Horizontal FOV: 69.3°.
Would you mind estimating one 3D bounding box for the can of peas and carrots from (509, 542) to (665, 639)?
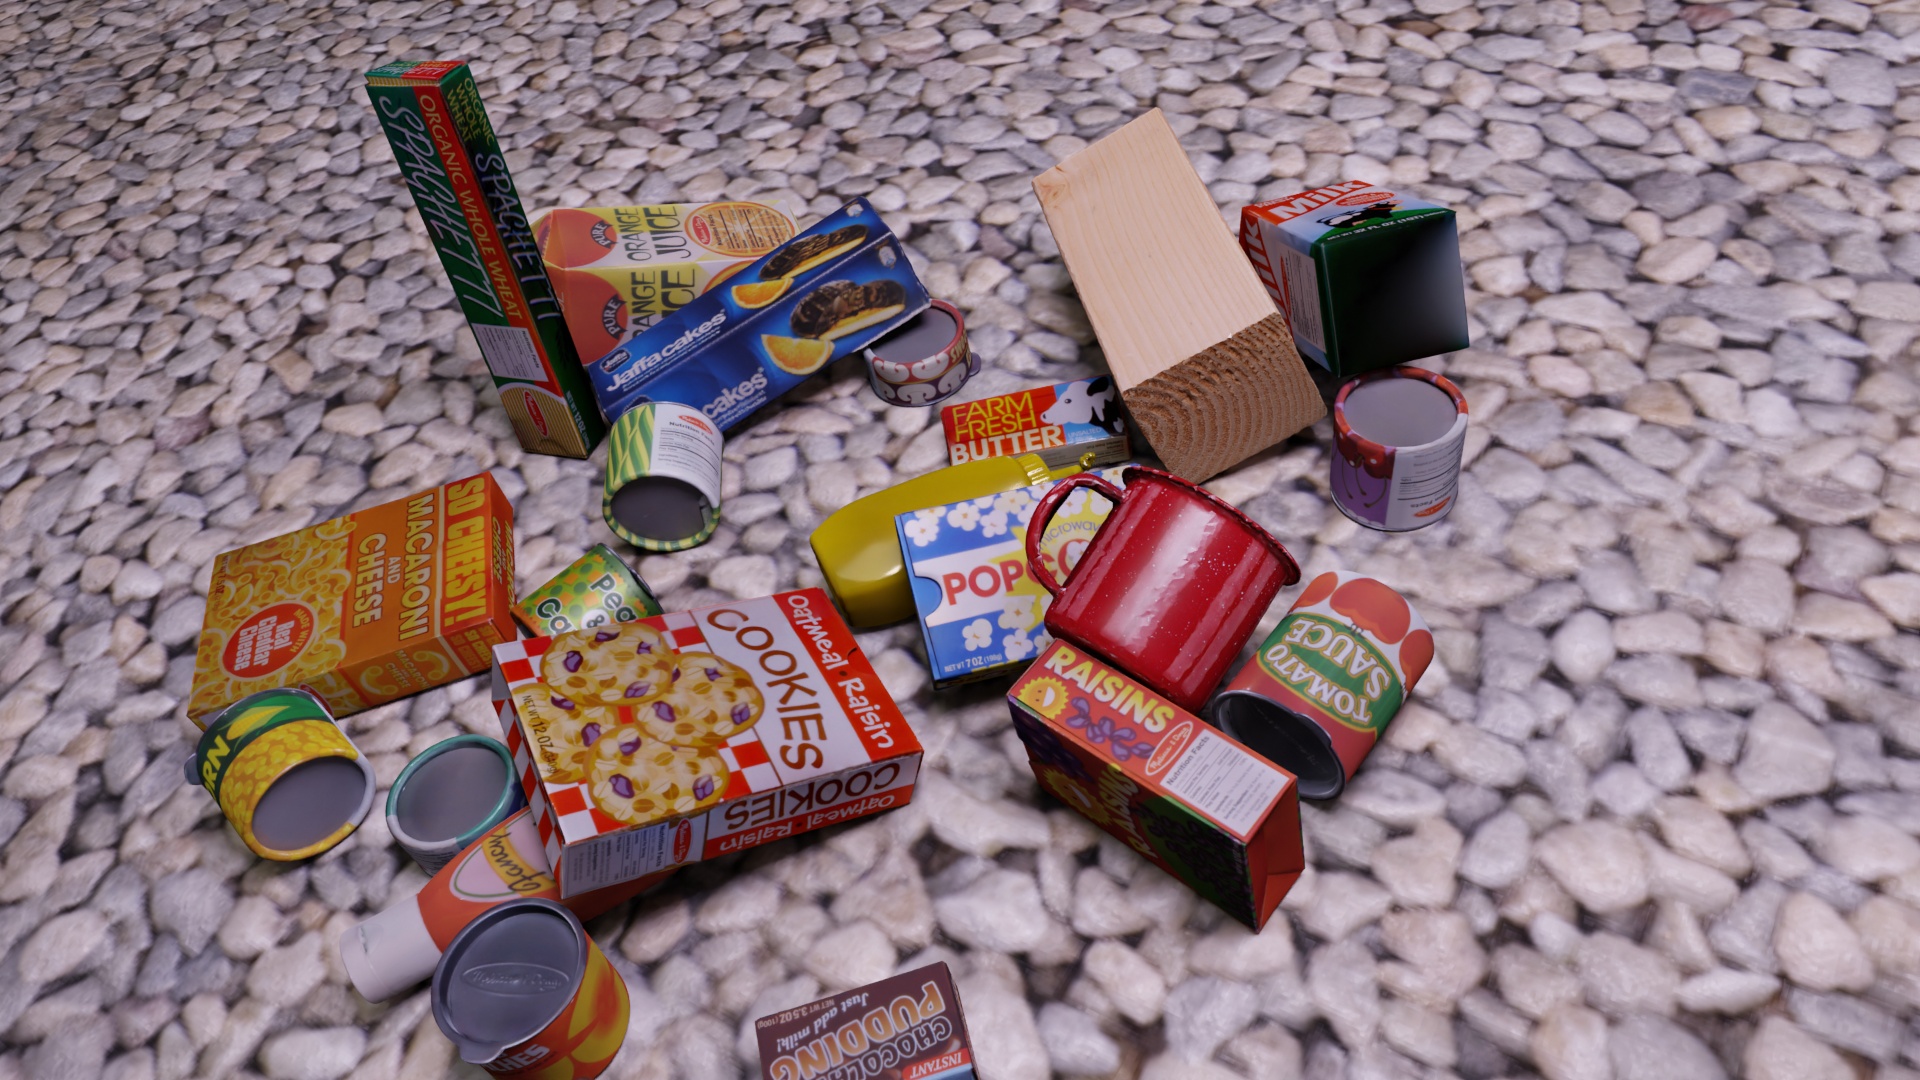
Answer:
[{"bbox_3d":[-0.191,0.044,0.723,0.059,0.070,0.071,-39,52,-21],"label":"can of peas and carrots"}]

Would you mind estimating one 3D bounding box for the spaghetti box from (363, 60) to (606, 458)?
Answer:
[{"bbox_3d":[-0.266,-0.154,0.799,0.050,0.248,0.029,7,44,19],"label":"spaghetti box"}]

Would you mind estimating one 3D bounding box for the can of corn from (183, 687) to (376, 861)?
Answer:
[{"bbox_3d":[-0.337,0.118,0.691,0.071,0.070,0.058,-41,53,-23],"label":"can of corn"}]

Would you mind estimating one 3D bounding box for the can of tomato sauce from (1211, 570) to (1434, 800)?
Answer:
[{"bbox_3d":[0.164,0.063,0.624,0.071,0.070,0.083,27,59,32],"label":"can of tomato sauce"}]

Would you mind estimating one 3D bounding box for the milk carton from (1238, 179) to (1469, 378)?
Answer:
[{"bbox_3d":[0.212,-0.156,0.785,0.072,0.073,0.191,-14,21,0],"label":"milk carton"}]

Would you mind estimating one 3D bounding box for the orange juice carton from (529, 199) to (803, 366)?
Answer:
[{"bbox_3d":[-0.196,-0.162,0.873,0.193,0.071,0.073,-8,44,-19],"label":"orange juice carton"}]

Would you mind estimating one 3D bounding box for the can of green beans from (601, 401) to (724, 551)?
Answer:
[{"bbox_3d":[-0.169,-0.036,0.793,0.071,0.071,0.058,-10,48,4],"label":"can of green beans"}]

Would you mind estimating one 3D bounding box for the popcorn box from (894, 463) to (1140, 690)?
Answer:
[{"bbox_3d":[0.038,0.018,0.685,0.127,0.038,0.085,-13,76,-7],"label":"popcorn box"}]

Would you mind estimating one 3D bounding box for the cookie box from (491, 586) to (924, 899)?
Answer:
[{"bbox_3d":[-0.118,0.086,0.647,0.168,0.040,0.123,-10,43,-29],"label":"cookie box"}]

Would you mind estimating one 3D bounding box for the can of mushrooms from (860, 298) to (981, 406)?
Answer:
[{"bbox_3d":[-0.025,-0.117,0.856,0.071,0.033,0.071,-7,46,7],"label":"can of mushrooms"}]

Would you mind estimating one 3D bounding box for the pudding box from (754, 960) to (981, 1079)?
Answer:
[{"bbox_3d":[-0.038,0.210,0.563,0.084,0.030,0.050,-17,48,-2],"label":"pudding box"}]

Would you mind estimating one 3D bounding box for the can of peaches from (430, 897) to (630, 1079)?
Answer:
[{"bbox_3d":[-0.181,0.197,0.589,0.071,0.057,0.071,-6,48,7],"label":"can of peaches"}]

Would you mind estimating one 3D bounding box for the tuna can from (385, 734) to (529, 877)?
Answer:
[{"bbox_3d":[-0.243,0.129,0.683,0.071,0.032,0.071,-7,48,7],"label":"tuna can"}]

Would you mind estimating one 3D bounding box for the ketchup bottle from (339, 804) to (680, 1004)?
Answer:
[{"bbox_3d":[-0.206,0.159,0.639,0.149,0.043,0.065,-28,49,-12],"label":"ketchup bottle"}]

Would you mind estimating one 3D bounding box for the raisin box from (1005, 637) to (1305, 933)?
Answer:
[{"bbox_3d":[0.083,0.104,0.594,0.123,0.085,0.040,30,66,33],"label":"raisin box"}]

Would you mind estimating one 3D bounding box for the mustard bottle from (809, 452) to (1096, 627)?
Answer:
[{"bbox_3d":[0.003,-0.009,0.741,0.160,0.048,0.065,-23,55,-9],"label":"mustard bottle"}]

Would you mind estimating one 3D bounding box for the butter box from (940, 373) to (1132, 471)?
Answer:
[{"bbox_3d":[0.042,-0.062,0.796,0.103,0.024,0.053,-11,48,3],"label":"butter box"}]

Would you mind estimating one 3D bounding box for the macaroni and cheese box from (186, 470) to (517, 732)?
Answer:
[{"bbox_3d":[-0.337,0.037,0.783,0.166,0.040,0.124,-17,47,-2],"label":"macaroni and cheese box"}]

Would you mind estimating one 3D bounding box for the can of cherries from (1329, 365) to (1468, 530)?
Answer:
[{"bbox_3d":[0.224,-0.050,0.720,0.071,0.058,0.072,-6,48,7],"label":"can of cherries"}]
